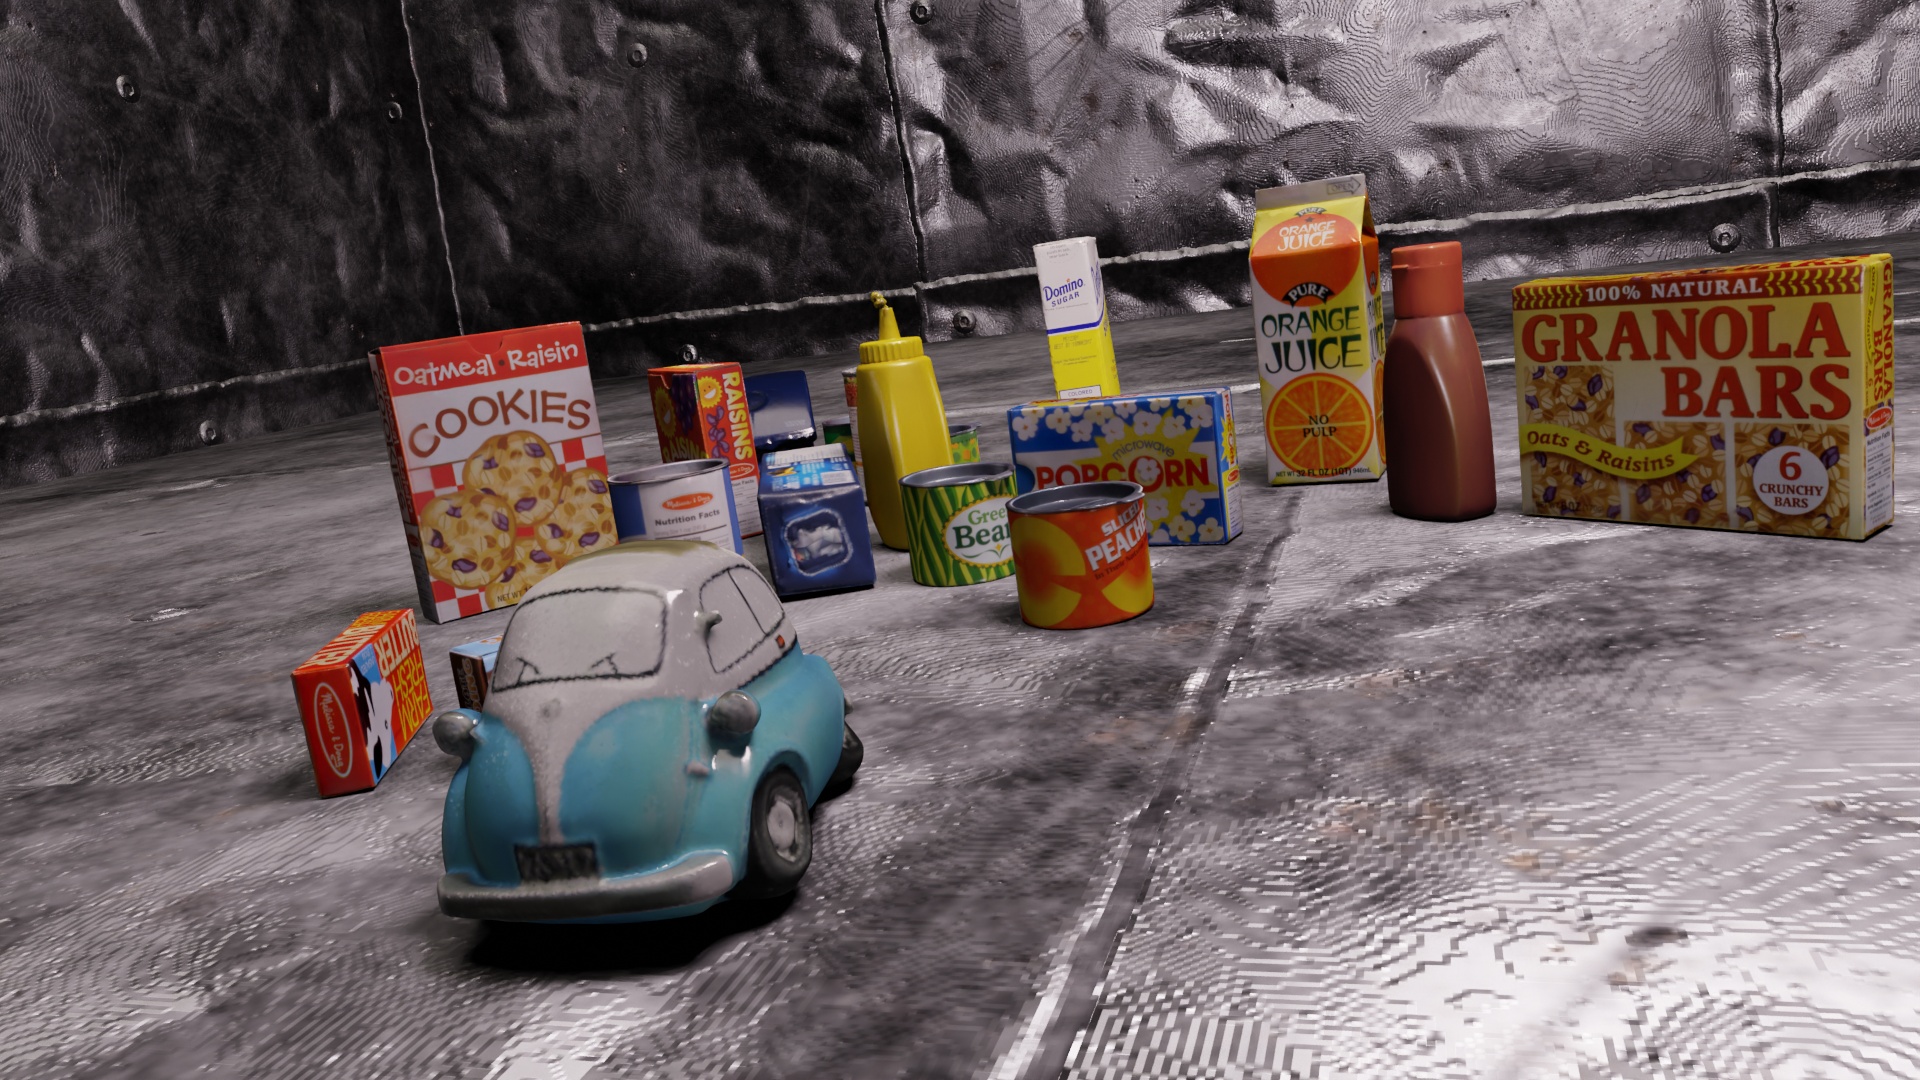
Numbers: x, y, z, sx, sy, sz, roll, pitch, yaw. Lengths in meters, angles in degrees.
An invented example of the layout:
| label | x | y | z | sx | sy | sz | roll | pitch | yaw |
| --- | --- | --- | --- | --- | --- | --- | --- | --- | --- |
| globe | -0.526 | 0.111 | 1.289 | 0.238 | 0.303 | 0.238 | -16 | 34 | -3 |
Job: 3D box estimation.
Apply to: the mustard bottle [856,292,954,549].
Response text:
| label | x | y | z | sx | sy | sz | roll | pitch | yaw |
| --- | --- | --- | --- | --- | --- | --- | --- | --- | --- |
| mustard bottle | -0.036 | -0.076 | 0.869 | 0.049 | 0.160 | 0.065 | -14 | 13 | -27 |

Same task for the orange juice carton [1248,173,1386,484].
| label | x | y | z | sx | sy | sz | roll | pitch | yaw |
| --- | --- | --- | --- | --- | --- | --- | --- | --- | --- |
| orange juice carton | 0.236 | -0.137 | 0.909 | 0.072 | 0.192 | 0.073 | -2 | 12 | 25 |

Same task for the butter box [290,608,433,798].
| label | x | y | z | sx | sy | sz | roll | pitch | yaw |
| --- | --- | --- | --- | --- | --- | --- | --- | --- | --- |
| butter box | -0.253 | 0.066 | 0.593 | 0.024 | 0.053 | 0.103 | -9 | 12 | -6 |

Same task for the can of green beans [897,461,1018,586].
| label | x | y | z | sx | sy | sz | roll | pitch | yaw |
| --- | --- | --- | --- | --- | --- | --- | --- | --- | --- |
| can of green beans | 0.001 | -0.010 | 0.781 | 0.071 | 0.057 | 0.071 | -7 | 11 | 2 |

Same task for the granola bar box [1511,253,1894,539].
| label | x | y | z | sx | sy | sz | roll | pitch | yaw |
| --- | --- | --- | --- | --- | --- | --- | --- | --- | --- |
| granola bar box | 0.357 | -0.070 | 0.678 | 0.039 | 0.124 | 0.165 | -16 | 14 | -35 |

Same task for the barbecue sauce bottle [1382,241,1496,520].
| label | x | y | z | sx | sy | sz | roll | pitch | yaw |
| --- | --- | --- | --- | --- | --- | --- | --- | --- | --- |
| barbecue sauce bottle | 0.260 | -0.088 | 0.764 | 0.044 | 0.148 | 0.065 | -12 | 12 | -21 |

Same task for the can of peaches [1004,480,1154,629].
| label | x | y | z | sx | sy | sz | roll | pitch | yaw |
| --- | --- | --- | --- | --- | --- | --- | --- | --- | --- |
| can of peaches | 0.059 | 0.006 | 0.666 | 0.071 | 0.058 | 0.071 | -7 | 11 | 2 |

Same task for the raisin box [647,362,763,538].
| label | x | y | z | sx | sy | sz | roll | pitch | yaw |
| --- | --- | --- | --- | --- | --- | --- | --- | --- | --- |
| raisin box | -0.183 | -0.065 | 0.999 | 0.040 | 0.123 | 0.086 | -15 | 13 | -32 |

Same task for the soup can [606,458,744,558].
| label | x | y | z | sx | sy | sz | roll | pitch | yaw |
| --- | --- | --- | --- | --- | --- | --- | --- | --- | --- |
| soup can | -0.154 | 0.001 | 0.762 | 0.071 | 0.083 | 0.071 | -7 | 11 | 2 |

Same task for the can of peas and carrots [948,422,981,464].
| label | x | y | z | sx | sy | sz | roll | pitch | yaw |
| --- | --- | --- | --- | --- | --- | --- | --- | --- | --- |
| can of peas and carrots | -0.015 | -0.048 | 0.973 | 0.071 | 0.058 | 0.071 | -7 | 11 | 2 |

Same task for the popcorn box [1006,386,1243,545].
| label | x | y | z | sx | sy | sz | roll | pitch | yaw |
| --- | --- | --- | --- | --- | --- | --- | --- | --- | --- |
| popcorn box | 0.096 | -0.041 | 0.804 | 0.126 | 0.085 | 0.038 | -2 | 13 | 27 |

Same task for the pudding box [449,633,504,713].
| label | x | y | z | sx | sy | sz | roll | pitch | yaw |
| --- | --- | --- | --- | --- | --- | --- | --- | --- | --- |
| pudding box | -0.166 | 0.058 | 0.582 | 0.030 | 0.049 | 0.084 | 4 | 16 | 45 |

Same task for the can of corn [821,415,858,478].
| label | x | y | z | sx | sy | sz | roll | pitch | yaw |
| --- | --- | --- | --- | --- | --- | --- | --- | --- | --- |
| can of corn | -0.073 | -0.071 | 1.119 | 0.071 | 0.058 | 0.071 | -7 | 11 | 2 |

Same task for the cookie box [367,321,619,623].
| label | x | y | z | sx | sy | sz | roll | pitch | yaw |
| --- | --- | --- | --- | --- | --- | --- | --- | --- | --- |
| cookie box | -0.284 | -0.045 | 0.864 | 0.123 | 0.167 | 0.040 | -15 | 14 | -34 |
